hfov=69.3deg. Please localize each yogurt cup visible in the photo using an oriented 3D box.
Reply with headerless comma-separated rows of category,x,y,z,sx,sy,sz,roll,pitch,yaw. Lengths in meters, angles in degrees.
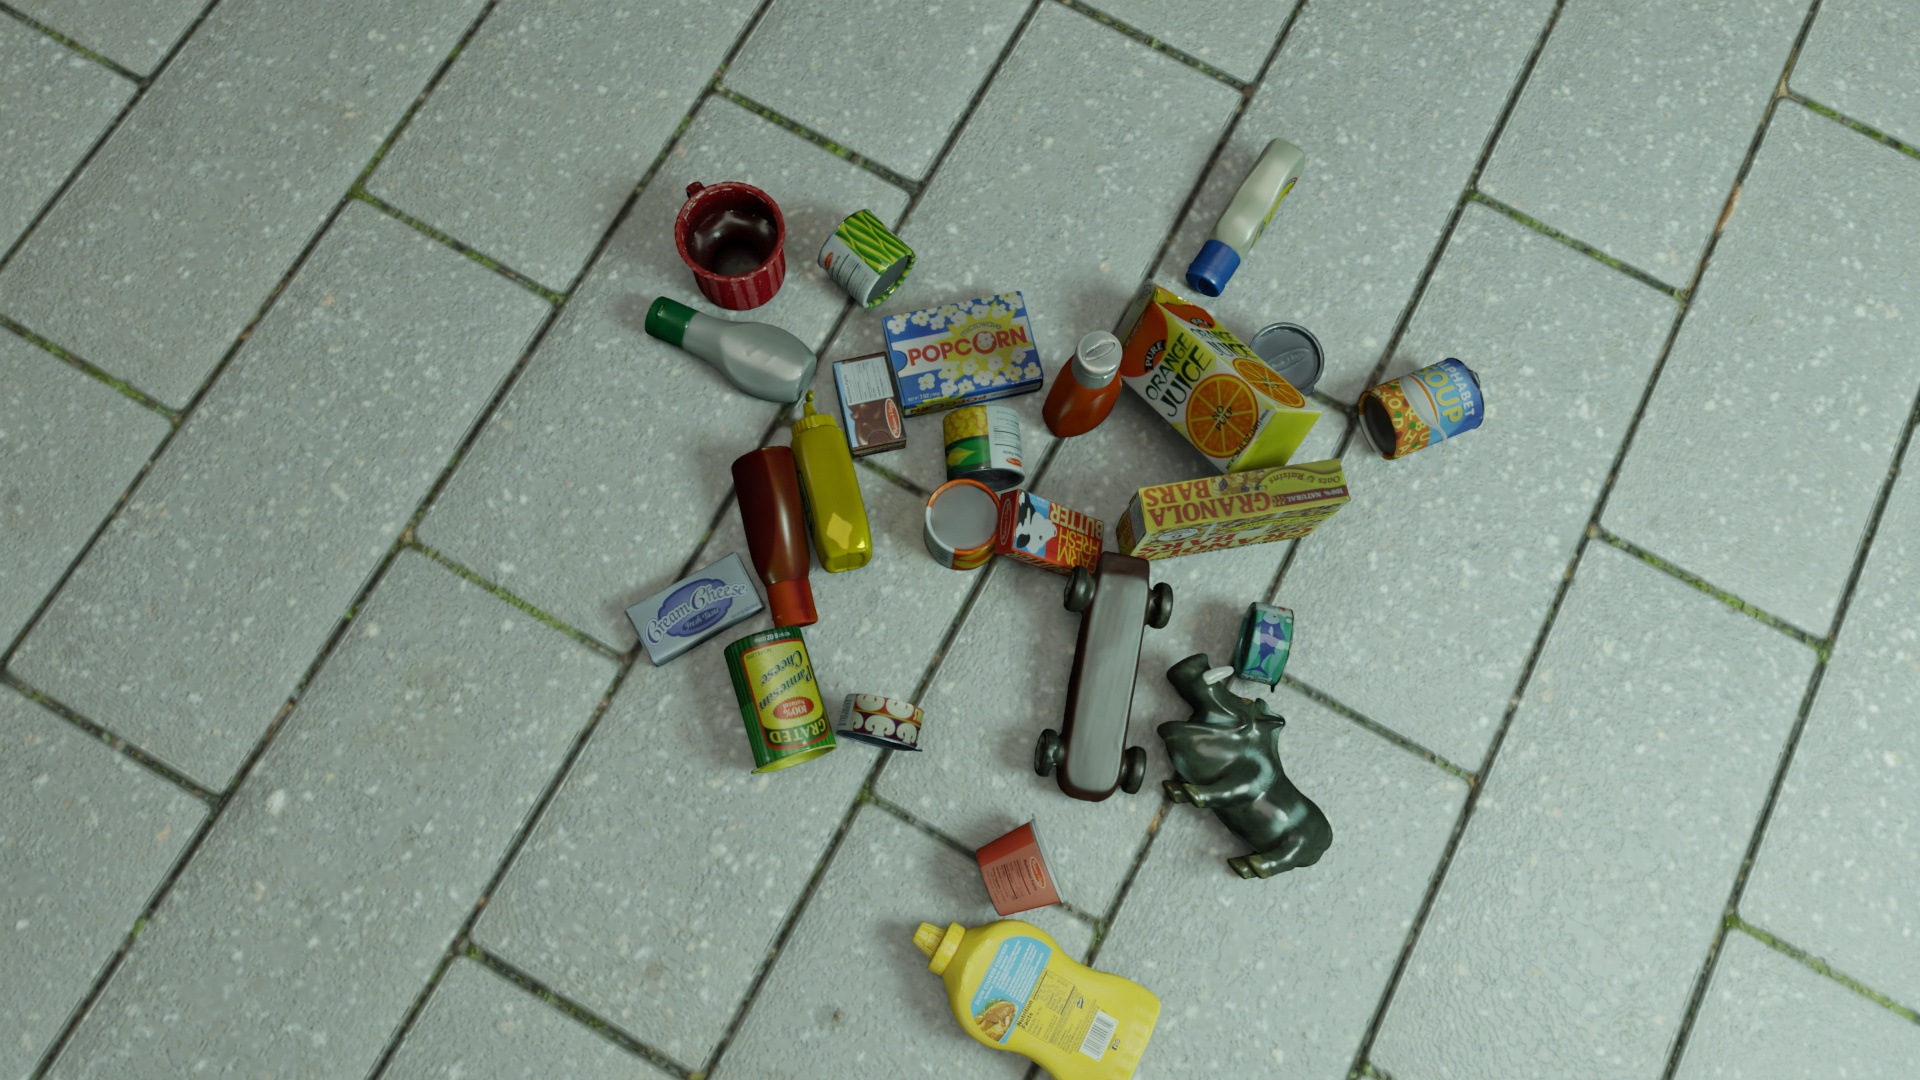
yogurt cup,0.046,0.259,1.089,0.054,0.072,0.072,-21,77,1

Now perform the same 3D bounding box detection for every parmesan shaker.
parmesan shaker,-0.148,0.128,1.113,0.071,0.071,0.103,-18,77,-7

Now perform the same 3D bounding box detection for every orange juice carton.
orange juice carton,0.201,-0.138,1.168,0.073,0.071,0.193,-3,43,-47

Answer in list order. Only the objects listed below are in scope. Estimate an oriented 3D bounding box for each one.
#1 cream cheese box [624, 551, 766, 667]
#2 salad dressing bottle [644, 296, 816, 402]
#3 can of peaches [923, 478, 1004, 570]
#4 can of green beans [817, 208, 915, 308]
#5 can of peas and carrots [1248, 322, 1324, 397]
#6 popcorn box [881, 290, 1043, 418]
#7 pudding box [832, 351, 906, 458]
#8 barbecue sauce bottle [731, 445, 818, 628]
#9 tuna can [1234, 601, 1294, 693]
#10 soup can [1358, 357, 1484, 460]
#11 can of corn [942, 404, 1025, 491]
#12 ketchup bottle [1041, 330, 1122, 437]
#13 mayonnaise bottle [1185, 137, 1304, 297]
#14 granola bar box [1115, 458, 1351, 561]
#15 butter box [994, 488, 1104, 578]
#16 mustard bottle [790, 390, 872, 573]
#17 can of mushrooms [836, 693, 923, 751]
cream cheese box,-0.219,0.057,1.152,0.104,0.024,0.053,-28,78,-9
salad dressing bottle,-0.200,-0.168,1.204,0.148,0.044,0.064,24,76,5
can of peaches,0.004,-0.015,1.163,0.071,0.058,0.071,0,75,-2
can of green beans,-0.082,-0.246,1.217,0.058,0.071,0.071,44,78,8
can of peas and carrots,0.278,-0.146,1.208,0.071,0.058,0.071,1,76,-2
popcorn box,0.002,-0.162,1.213,0.127,0.038,0.085,-12,77,-6
pudding box,-0.079,-0.117,1.201,0.050,0.030,0.084,-12,76,-6
barbecue sauce bottle,-0.152,0.000,1.153,0.044,0.064,0.148,-7,79,-38
tuna can,0.249,0.087,1.141,0.033,0.071,0.071,13,75,2
soup can,0.397,-0.114,1.198,0.084,0.071,0.071,-21,77,-7
can of corn,0.017,-0.077,1.177,0.071,0.071,0.058,-4,75,-3
ketchup bottle,0.106,-0.130,1.151,0.065,0.148,0.043,-27,80,-8
mayonnaise bottle,0.255,-0.287,1.245,0.041,0.064,0.148,32,80,9
granola bar box,0.218,-0.022,1.139,0.166,0.124,0.039,-9,77,-5
butter box,0.075,-0.003,1.150,0.103,0.024,0.053,20,70,-38
mustard bottle,-0.113,-0.054,1.169,0.049,0.065,0.160,-13,70,-11
can of mushrooms,-0.062,0.146,1.113,0.071,0.071,0.033,12,74,1
